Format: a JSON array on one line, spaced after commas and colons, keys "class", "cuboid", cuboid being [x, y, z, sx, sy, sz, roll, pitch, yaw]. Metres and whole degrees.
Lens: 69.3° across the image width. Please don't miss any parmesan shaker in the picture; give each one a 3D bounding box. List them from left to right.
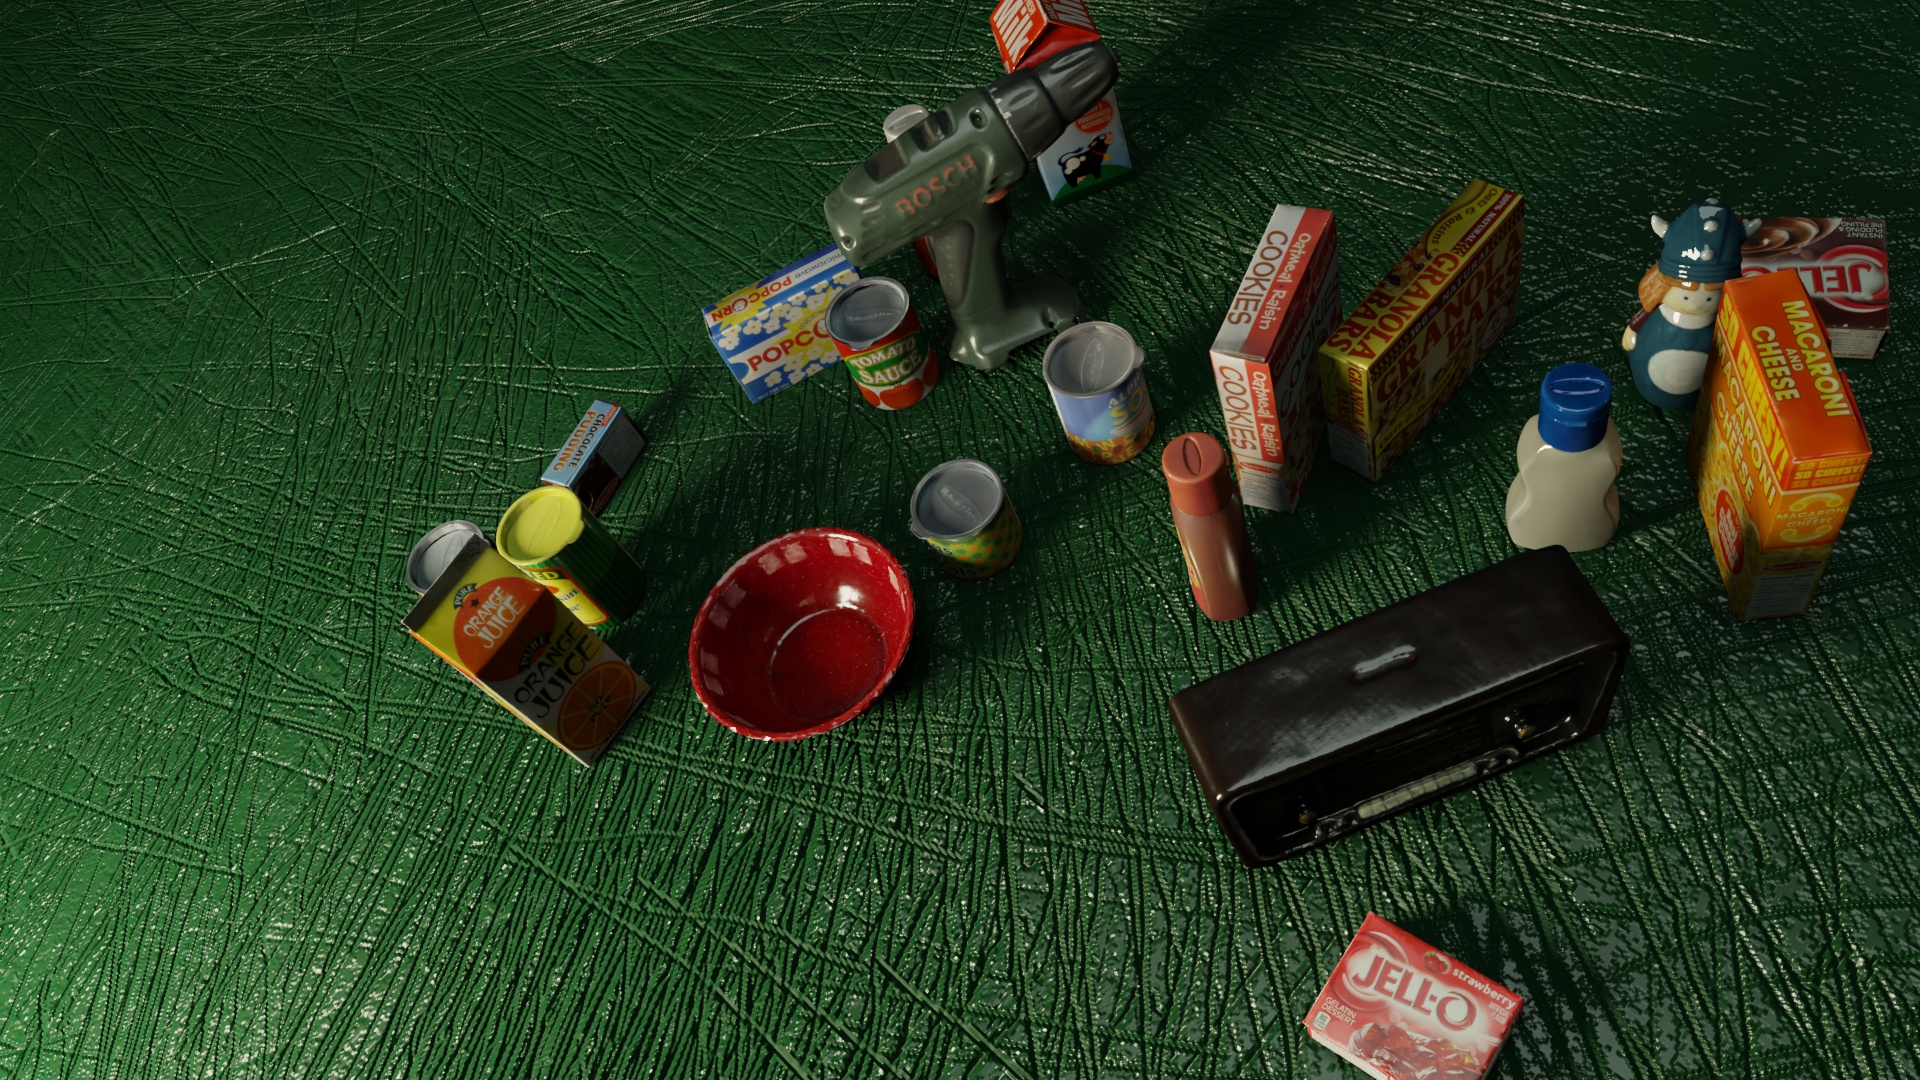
[{"class": "parmesan shaker", "cuboid": [-0.281, 0.016, 1.018, 0.071, 0.102, 0.071, -9, 56, 13]}]

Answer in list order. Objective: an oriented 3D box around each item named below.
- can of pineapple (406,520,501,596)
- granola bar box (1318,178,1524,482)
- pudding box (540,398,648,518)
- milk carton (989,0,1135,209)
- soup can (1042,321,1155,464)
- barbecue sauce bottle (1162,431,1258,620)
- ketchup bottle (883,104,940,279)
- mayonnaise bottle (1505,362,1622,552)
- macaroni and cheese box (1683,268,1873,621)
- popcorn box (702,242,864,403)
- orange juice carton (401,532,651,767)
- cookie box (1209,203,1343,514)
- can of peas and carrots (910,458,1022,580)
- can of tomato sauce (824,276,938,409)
[{"class": "can of pineapple", "cuboid": [-0.381, 0.027, 1.072, 0.071, 0.057, 0.071, -9, 56, 13]}, {"class": "granola bar box", "cuboid": [0.303, -0.135, 0.907, 0.039, 0.123, 0.166, 35, 74, 33]}, {"class": "pudding box", "cuboid": [-0.291, -0.065, 1.108, 0.030, 0.049, 0.084, 15, 64, 27]}, {"class": "milk carton", "cuboid": [0.077, -0.360, 1.090, 0.073, 0.189, 0.072, -20, 54, 5]}, {"class": "soup can", "cuboid": [0.102, -0.102, 0.979, 0.071, 0.083, 0.072, -9, 56, 13]}, {"class": "barbecue sauce bottle", "cuboid": [0.155, -0.010, 0.860, 0.043, 0.148, 0.065, -12, 55, 11]}, {"class": "ketchup bottle", "cuboid": [-0.021, -0.275, 1.093, 0.065, 0.148, 0.044, -30, 54, -2]}, {"class": "mayonnaise bottle", "cuboid": [0.357, -0.046, 0.816, 0.065, 0.147, 0.041, 1, 59, 20]}, {"class": "macaroni and cheese box", "cuboid": [0.451, -0.049, 0.775, 0.040, 0.165, 0.124, -8, 56, 14]}, {"class": "popcorn box", "cuboid": [-0.129, -0.173, 1.102, 0.127, 0.085, 0.038, -27, 54, 1]}, {"class": "orange juice carton", "cuboid": [-0.295, 0.072, 0.930, 0.073, 0.192, 0.072, 25, 69, 30]}, {"class": "cookie box", "cuboid": [0.211, -0.114, 0.898, 0.040, 0.166, 0.123, 15, 64, 26]}, {"class": "can of peas and carrots", "cuboid": [0.003, -0.012, 0.968, 0.071, 0.058, 0.071, -9, 56, 13]}, {"class": "can of tomato sauce", "cuboid": [-0.058, -0.148, 1.063, 0.071, 0.082, 0.071, -9, 56, 13]}]
